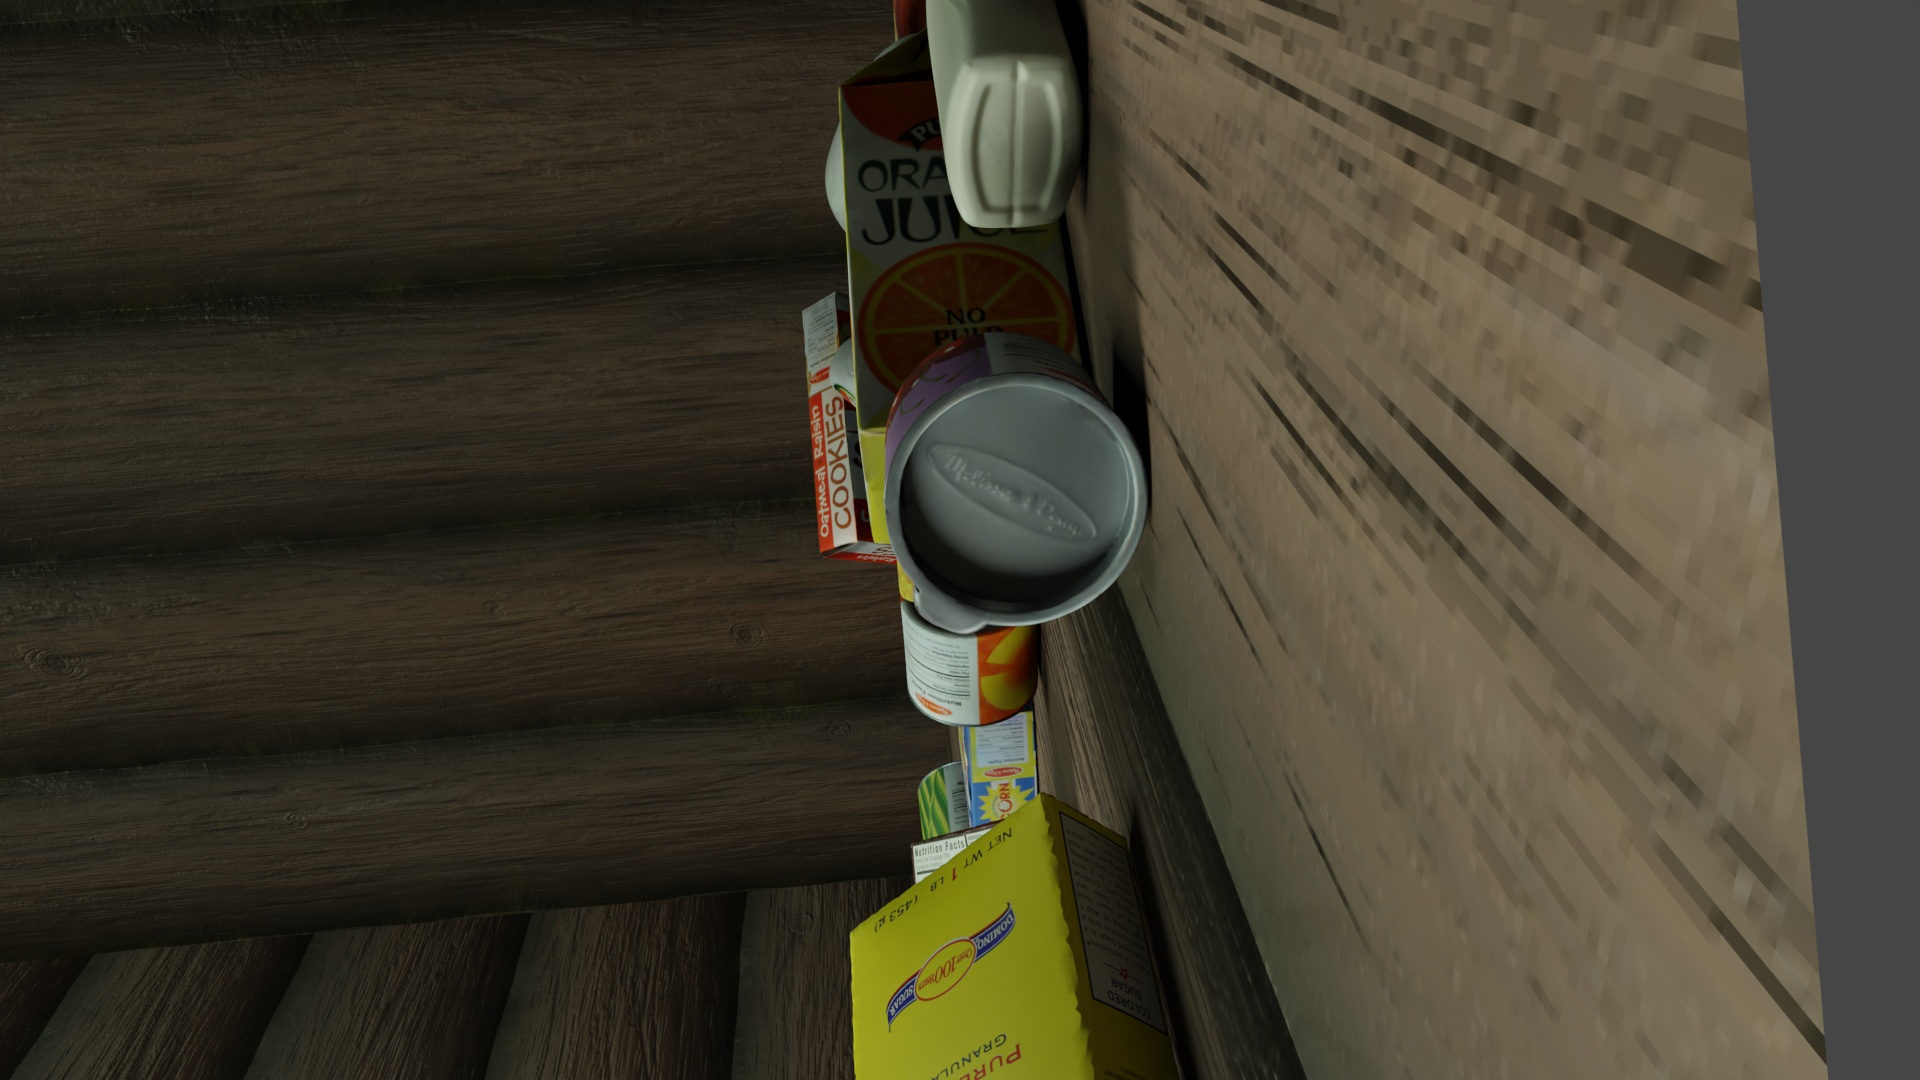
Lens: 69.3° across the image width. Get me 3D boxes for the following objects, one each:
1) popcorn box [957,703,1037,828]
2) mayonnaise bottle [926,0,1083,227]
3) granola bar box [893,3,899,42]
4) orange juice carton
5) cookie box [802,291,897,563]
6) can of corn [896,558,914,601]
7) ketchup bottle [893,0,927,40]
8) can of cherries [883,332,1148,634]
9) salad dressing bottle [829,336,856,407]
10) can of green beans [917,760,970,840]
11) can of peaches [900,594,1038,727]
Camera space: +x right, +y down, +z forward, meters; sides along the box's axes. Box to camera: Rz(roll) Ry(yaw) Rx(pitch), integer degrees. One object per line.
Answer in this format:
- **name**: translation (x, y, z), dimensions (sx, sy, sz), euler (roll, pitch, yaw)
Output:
- **popcorn box**: translation (0.019, 0.113, 0.809), dimensions (0.127, 0.038, 0.085), euler (-102, 8, -73)
- **mayonnaise bottle**: translation (0.010, -0.166, 0.446), dimensions (0.064, 0.041, 0.149), euler (90, 176, -48)
- **granola bar box**: translation (-0.021, -0.274, 0.960), dimensions (0.125, 0.039, 0.164), euler (-97, 4, -47)
- **orange juice carton**: translation (-0.003, -0.100, 0.495), dimensions (0.071, 0.073, 0.193), euler (89, 176, -60)
- **cookie box**: translation (-0.040, -0.069, 0.917), dimensions (0.040, 0.123, 0.167), euler (-19, 72, 44)
- **can of corn**: translation (0.002, -0.007, 0.579), dimensions (0.071, 0.071, 0.058), euler (-118, 22, -84)
- **ketchup bottle**: translation (-0.017, -0.307, 0.748), dimensions (0.149, 0.043, 0.064), euler (-98, 5, -50)
- **can of cherries**: translation (0.010, -0.017, 0.371), dimensions (0.058, 0.071, 0.071), euler (-102, 7, -70)
- **salad dressing bottle**: translation (-0.025, -0.074, 0.806), dimensions (0.064, 0.044, 0.148), euler (32, -172, -42)
- **can of green beans**: translation (0.007, 0.188, 0.918), dimensions (0.058, 0.071, 0.071), euler (-98, 4, -46)
- **can of peaches**: translation (0.006, 0.046, 0.680), dimensions (0.071, 0.071, 0.057), euler (-98, 4, -53)
